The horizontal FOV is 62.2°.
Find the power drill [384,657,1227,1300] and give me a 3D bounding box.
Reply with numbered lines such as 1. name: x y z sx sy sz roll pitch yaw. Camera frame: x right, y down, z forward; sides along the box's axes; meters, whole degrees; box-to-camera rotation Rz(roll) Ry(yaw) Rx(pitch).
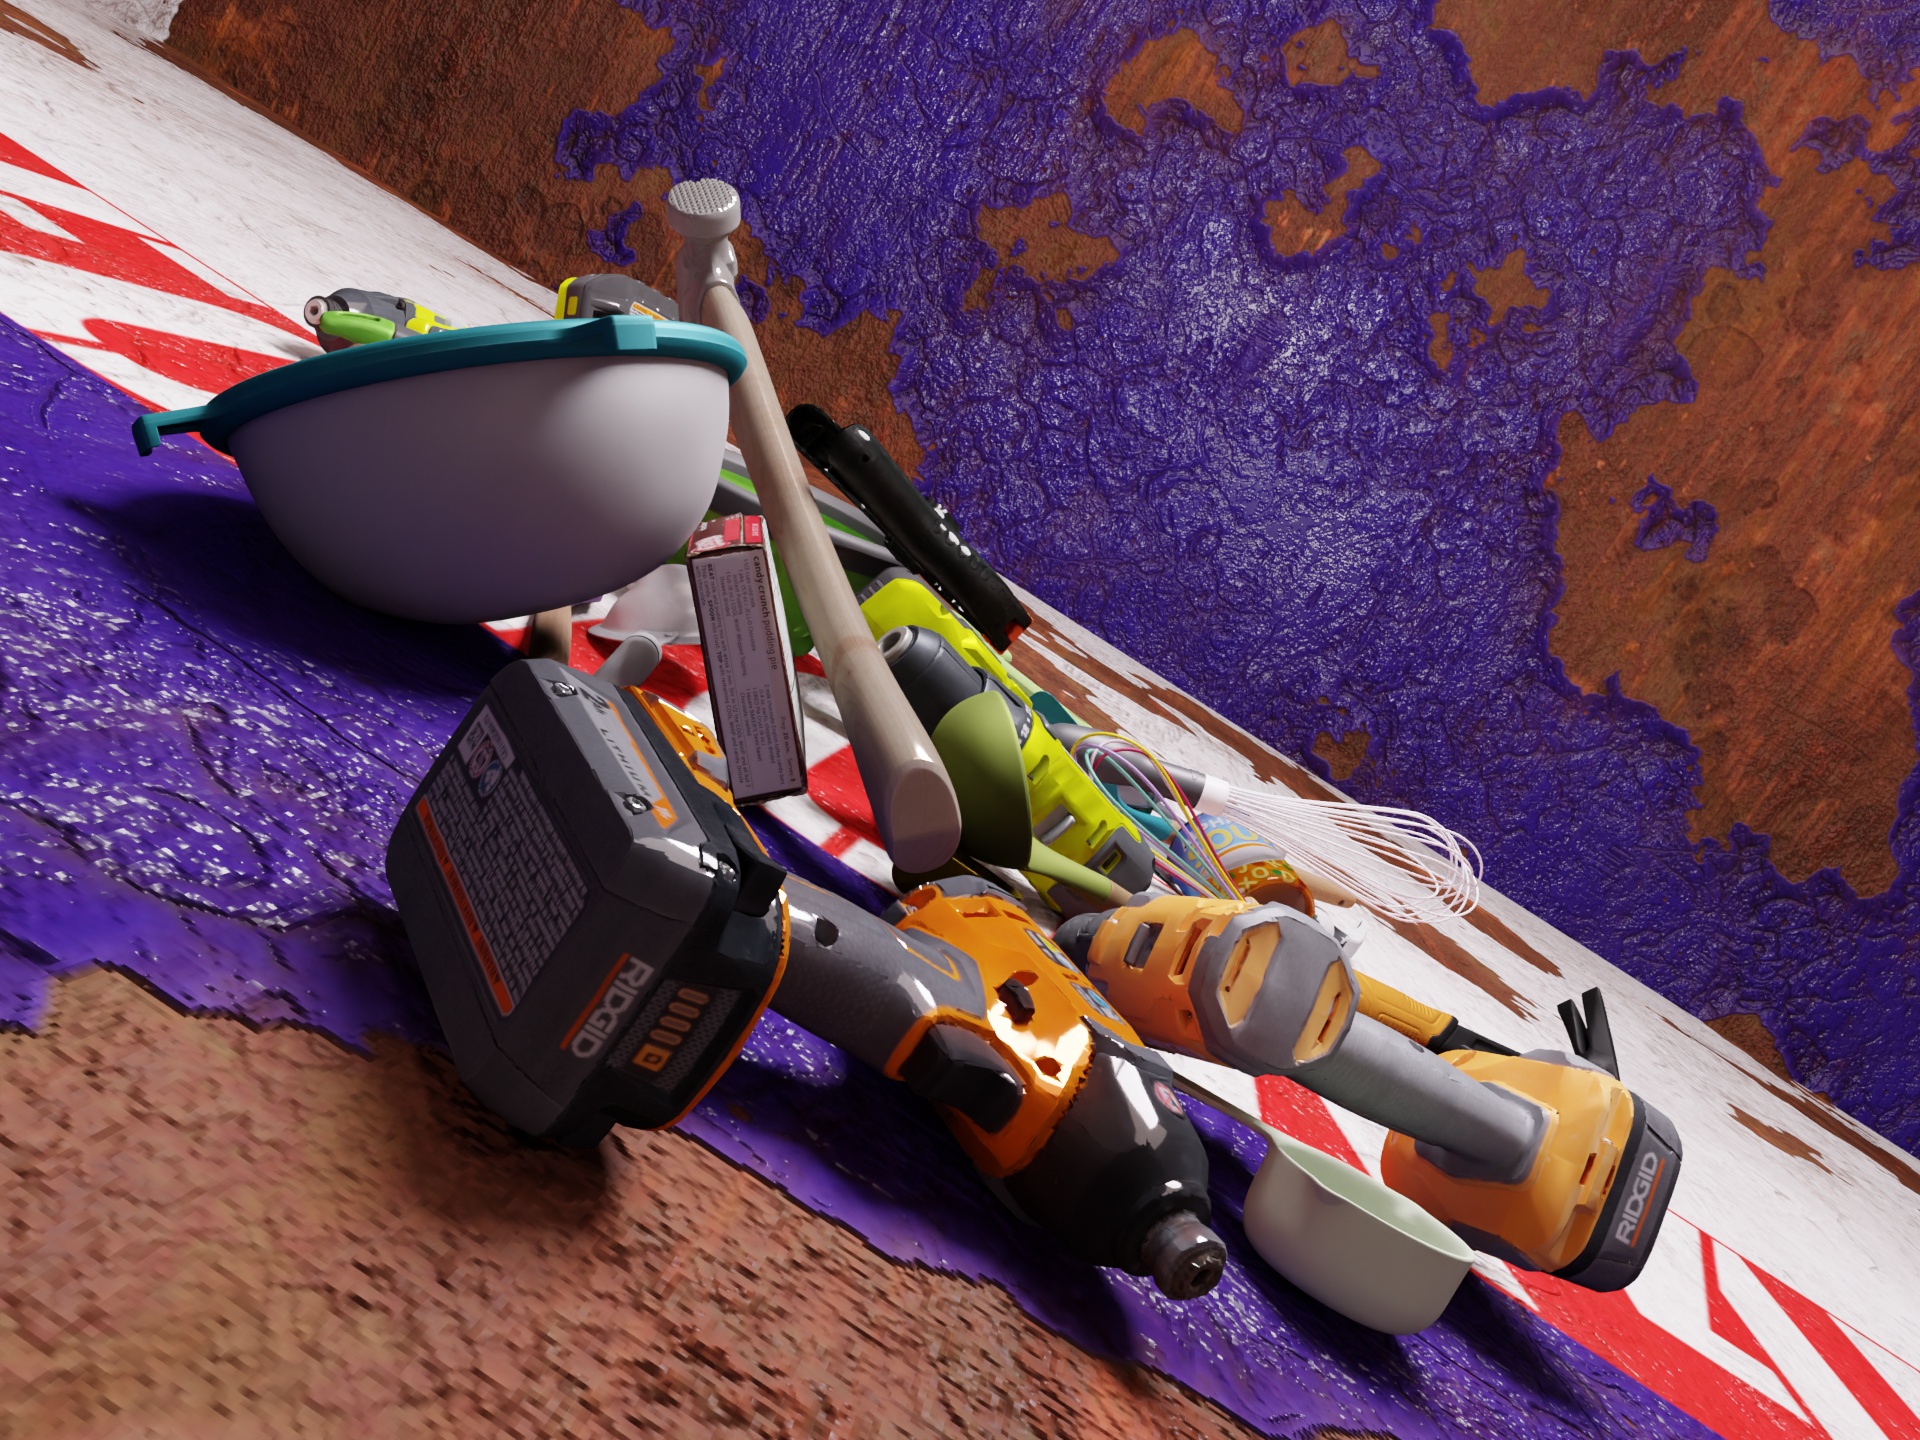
1. power drill: -0.027 0.081 0.434 0.226 0.084 0.164 30 9 -40

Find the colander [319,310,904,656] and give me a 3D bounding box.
1. colander: -0.195 -0.127 0.957 0.396 0.094 0.205 20 12 -27

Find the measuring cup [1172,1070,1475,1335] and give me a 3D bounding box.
1. measuring cup: 0.103 0.165 0.578 0.168 0.038 0.083 26 -1 39

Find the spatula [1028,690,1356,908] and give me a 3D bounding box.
1. spatula: 0.152 0.071 1.061 0.317 0.082 0.044 22 31 -32

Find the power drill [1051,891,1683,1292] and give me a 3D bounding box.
1. power drill: 0.148 0.140 0.651 0.226 0.084 0.185 30 -14 -15

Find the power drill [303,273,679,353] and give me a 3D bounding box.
1. power drill: -0.300 -0.245 1.049 0.223 0.080 0.171 5 -1 18

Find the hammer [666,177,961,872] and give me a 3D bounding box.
1. hammer: -0.080 -0.091 0.769 0.038 0.146 0.411 -12 51 -14

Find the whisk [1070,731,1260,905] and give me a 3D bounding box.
1. whisk: 0.152 0.096 0.932 0.245 0.047 0.051 46 9 -13

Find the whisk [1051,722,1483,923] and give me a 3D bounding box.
1. whisk: 0.182 0.055 0.962 0.284 0.070 0.070 20 10 -2

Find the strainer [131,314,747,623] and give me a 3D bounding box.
1. strainer: -0.175 -0.093 0.701 0.211 0.095 0.340 -10 2 7

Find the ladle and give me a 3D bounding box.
1. ladle: 0.092 0.087 0.771 0.319 0.062 0.078 37 22 -37

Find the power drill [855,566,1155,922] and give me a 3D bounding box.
1. power drill: -0.001 -0.003 0.859 0.190 0.080 0.229 48 1 -28

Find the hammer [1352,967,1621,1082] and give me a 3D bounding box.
1. hammer: 0.262 0.170 0.936 0.336 0.034 0.127 24 50 -21

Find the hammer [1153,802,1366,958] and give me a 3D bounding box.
1. hammer: 0.157 0.066 1.280 0.409 0.036 0.149 38 10 35

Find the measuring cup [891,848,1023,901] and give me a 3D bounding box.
1. measuring cup: -0.019 0.064 0.742 0.062 0.029 0.157 34 -2 -20

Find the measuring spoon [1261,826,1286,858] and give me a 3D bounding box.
1. measuring spoon: 0.203 0.105 1.124 0.034 0.018 0.124 18 30 20

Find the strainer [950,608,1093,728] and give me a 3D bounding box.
1. strainer: -0.007 -0.033 1.141 0.257 0.069 0.151 39 9 33

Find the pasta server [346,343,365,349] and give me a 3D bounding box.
1. pasta server: -0.267 -0.147 0.746 0.060 0.040 0.316 39 -9 -15

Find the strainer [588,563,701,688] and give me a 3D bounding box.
1. strainer: -0.147 -0.035 0.746 0.087 0.050 0.258 2 17 1

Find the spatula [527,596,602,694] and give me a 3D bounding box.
1. spatula: -0.196 -0.052 0.759 0.059 0.018 0.316 25 10 -19
